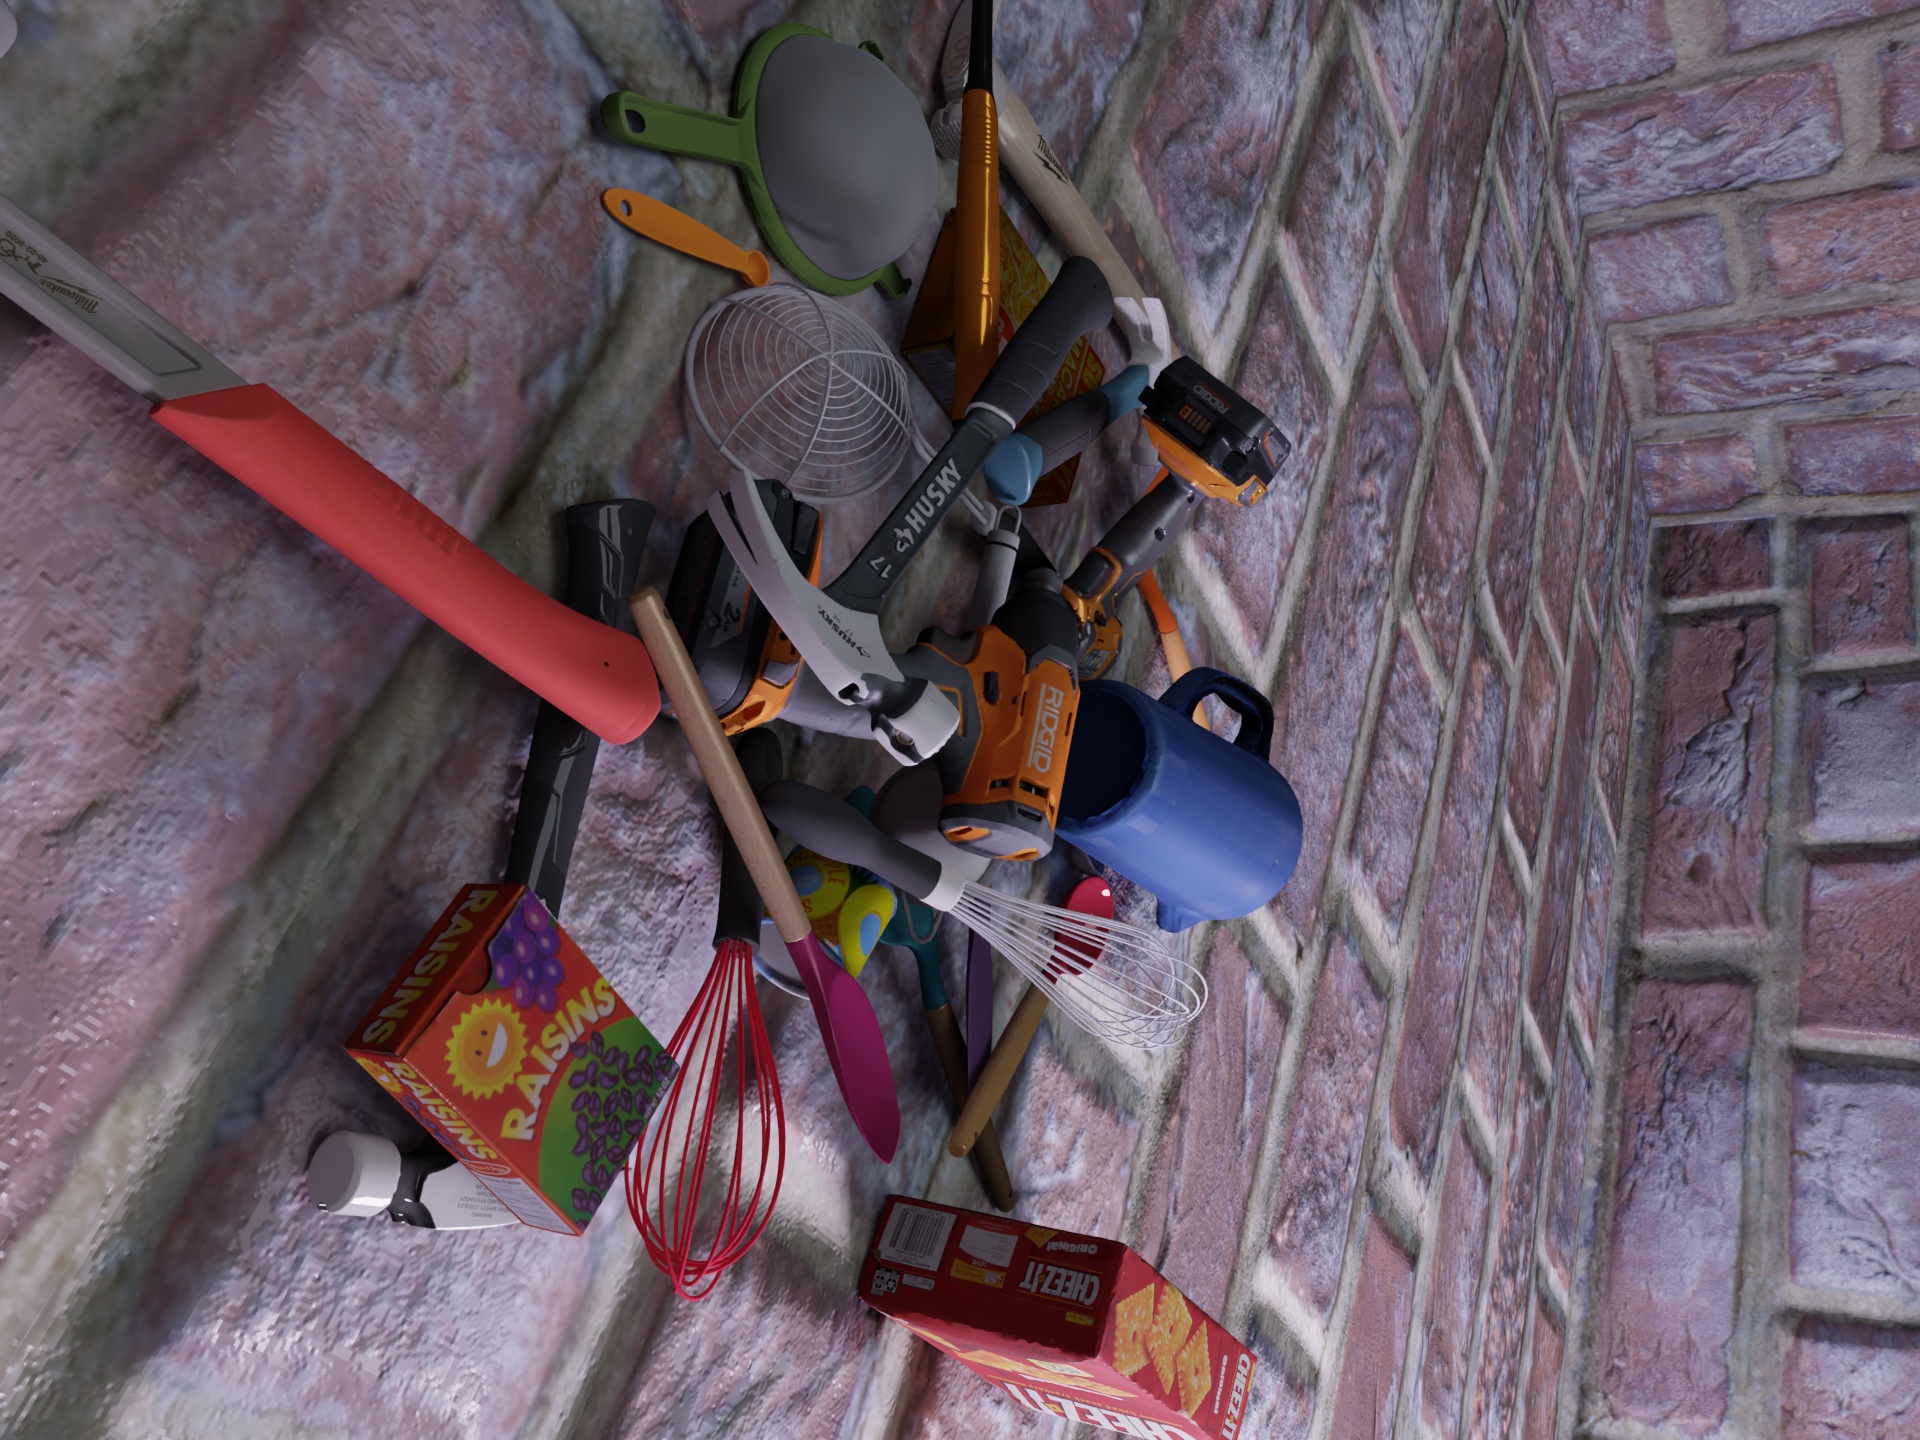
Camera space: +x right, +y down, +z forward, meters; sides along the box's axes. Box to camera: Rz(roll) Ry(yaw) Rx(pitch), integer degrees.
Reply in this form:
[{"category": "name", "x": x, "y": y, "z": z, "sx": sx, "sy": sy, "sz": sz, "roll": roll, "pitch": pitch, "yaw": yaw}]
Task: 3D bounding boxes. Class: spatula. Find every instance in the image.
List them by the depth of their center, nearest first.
[{"category": "spatula", "x": -0.017, "y": 0.188, "z": 0.974, "sx": 0.082, "sy": 0.044, "sz": 0.317, "roll": -53, "pitch": 136, "yaw": -46}, {"category": "spatula", "x": 0.013, "y": 0.085, "z": 1.003, "sx": 0.059, "sy": 0.018, "sz": 0.316, "roll": 48, "pitch": 40, "yaw": -69}, {"category": "spatula", "x": 0.182, "y": -0.054, "z": 1.284, "sx": 0.081, "sy": 0.041, "sz": 0.322, "roll": -55, "pitch": 133, "yaw": -45}]

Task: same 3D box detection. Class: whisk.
[{"category": "whisk", "x": -0.110, "y": 0.126, "z": 0.763, "sx": 0.073, "sy": 0.073, "sz": 0.296, "roll": 48, "pitch": 35, "yaw": -45}, {"category": "whisk", "x": 0.015, "y": 0.103, "z": 0.843, "sx": 0.284, "sy": 0.070, "sz": 0.070, "roll": 30, "pitch": 60, "yaw": -21}]

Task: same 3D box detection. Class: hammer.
[{"category": "hammer", "x": -0.247, "y": -0.087, "z": 0.582, "sx": 0.358, "sy": 0.037, "sz": 0.149, "roll": 43, "pitch": 53, "yaw": -40}, {"category": "hammer", "x": -0.182, "y": 0.054, "z": 0.711, "sx": 0.146, "sy": 0.035, "sz": 0.335, "roll": 31, "pitch": 62, "yaw": -52}, {"category": "hammer", "x": 0.005, "y": -0.153, "z": 0.840, "sx": 0.149, "sy": 0.036, "sz": 0.409, "roll": 47, "pitch": 42, "yaw": -15}, {"category": "hammer", "x": 0.011, "y": -0.339, "z": 0.941, "sx": 0.127, "sy": 0.034, "sz": 0.337, "roll": -3, "pitch": 94, "yaw": -77}, {"category": "hammer", "x": 0.086, "y": -0.201, "z": 1.051, "sx": 0.331, "sy": 0.033, "sz": 0.128, "roll": -44, "pitch": 136, "yaw": -59}, {"category": "hammer", "x": 0.103, "y": -0.352, "z": 1.181, "sx": 0.410, "sy": 0.038, "sz": 0.146, "roll": 42, "pitch": 53, "yaw": -49}]

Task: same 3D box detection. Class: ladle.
[{"category": "ladle", "x": 0.047, "y": 0.185, "z": 1.019, "sx": 0.315, "sy": 0.031, "sz": 0.069, "roll": -47, "pitch": 133, "yaw": -62}]

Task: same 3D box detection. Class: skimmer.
[{"category": "skimmer", "x": -0.034, "y": -0.140, "z": 0.959, "sx": 0.363, "sy": 0.090, "sz": 0.127, "roll": 36, "pitch": 47, "yaw": -63}]

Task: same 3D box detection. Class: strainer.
[{"category": "strainer", "x": -0.083, "y": -0.313, "z": 0.854, "sx": 0.256, "sy": 0.069, "sz": 0.151, "roll": -19, "pitch": 104, "yaw": -58}, {"category": "strainer", "x": -0.001, "y": -0.003, "z": 0.903, "sx": 0.050, "sy": 0.087, "sz": 0.258, "roll": 37, "pitch": 64, "yaw": -67}]

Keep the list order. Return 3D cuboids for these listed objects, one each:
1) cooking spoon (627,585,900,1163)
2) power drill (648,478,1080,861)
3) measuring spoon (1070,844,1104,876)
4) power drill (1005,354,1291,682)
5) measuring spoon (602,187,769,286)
[{"category": "cooking spoon", "x": -0.087, "y": 0.080, "z": 0.756, "sx": 0.069, "sy": 0.017, "sz": 0.318, "roll": -73, "pitch": 145, "yaw": -63}, {"category": "power drill", "x": -0.036, "y": -0.037, "z": 0.824, "sx": 0.226, "sy": 0.084, "sz": 0.164, "roll": 24, "pitch": 66, "yaw": -26}, {"category": "measuring spoon", "x": 0.065, "y": 0.072, "z": 1.119, "sx": 0.124, "sy": 0.018, "sz": 0.034, "roll": 47, "pitch": 27, "yaw": -37}, {"category": "power drill", "x": 0.103, "y": -0.117, "z": 1.014, "sx": 0.226, "sy": 0.084, "sz": 0.185, "roll": -52, "pitch": 163, "yaw": 12}, {"category": "measuring spoon", "x": -0.141, "y": -0.247, "z": 0.818, "sx": 0.116, "sy": 0.011, "sz": 0.021, "roll": 9, "pitch": 79, "yaw": -53}]
